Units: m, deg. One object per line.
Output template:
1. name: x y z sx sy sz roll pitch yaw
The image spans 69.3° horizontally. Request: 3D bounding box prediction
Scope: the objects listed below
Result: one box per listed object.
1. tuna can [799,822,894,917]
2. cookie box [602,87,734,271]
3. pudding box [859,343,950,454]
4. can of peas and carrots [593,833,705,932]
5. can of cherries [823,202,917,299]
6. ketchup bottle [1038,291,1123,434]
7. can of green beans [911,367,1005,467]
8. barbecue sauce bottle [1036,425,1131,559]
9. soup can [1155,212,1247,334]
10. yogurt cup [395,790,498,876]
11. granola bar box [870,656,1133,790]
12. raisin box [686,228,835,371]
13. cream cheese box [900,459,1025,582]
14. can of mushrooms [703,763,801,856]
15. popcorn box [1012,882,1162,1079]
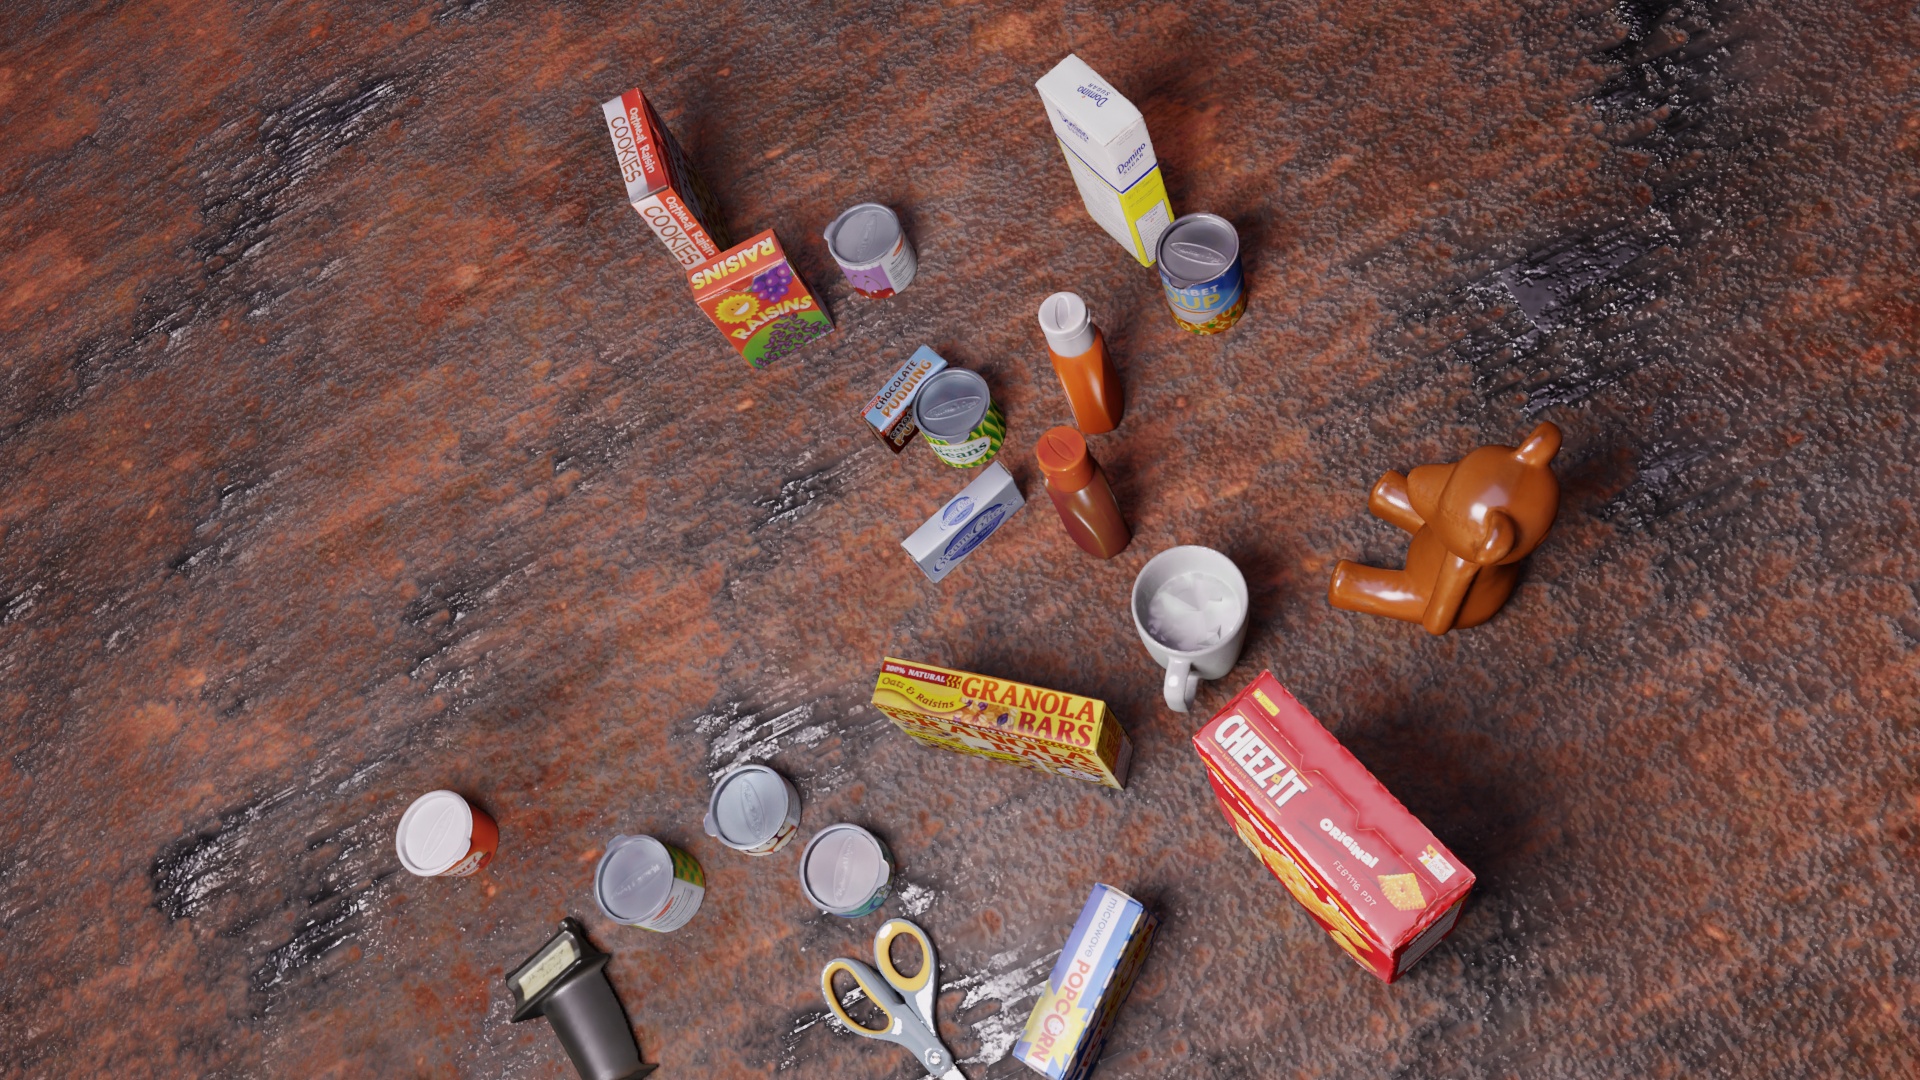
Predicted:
1. tuna can: -0.082 0.248 1.040 0.071 0.032 0.071 -6 66 14
2. cookie box: -0.254 -0.307 1.253 0.040 0.167 0.123 -25 63 6
3. pudding box: -0.042 -0.120 1.176 0.030 0.049 0.084 39 83 26
4. can of peas and carrots: -0.239 0.262 1.065 0.071 0.058 0.071 -6 66 14
5. can of cherries: -0.080 -0.259 1.242 0.071 0.058 0.072 -6 66 14
6. ketchup bottle: 0.095 -0.142 1.090 0.043 0.148 0.065 -6 66 14
7. can of green beans: -0.001 -0.101 1.151 0.071 0.057 0.071 -6 66 14
8. barbecue sauce bottle: 0.090 -0.038 1.047 0.044 0.148 0.065 -41 63 -3
9. soup can: 0.195 -0.213 1.127 0.071 0.083 0.071 -6 66 14
10. yogurt cup: -0.414 0.242 1.128 0.072 0.053 0.072 -6 66 14
11. granola bar box: 0.034 0.132 1.004 0.165 0.124 0.039 10 71 20
12. raisin box: -0.172 -0.207 1.211 0.086 0.123 0.040 -25 63 5
13. cream cheese box: 0.004 -0.014 1.115 0.104 0.053 0.024 -41 63 -3
14. can of mushrooms: -0.161 0.210 1.079 0.071 0.033 0.071 -6 66 14
15. popcorn box: 0.088 0.300 0.938 0.038 0.085 0.127 23 76 24
